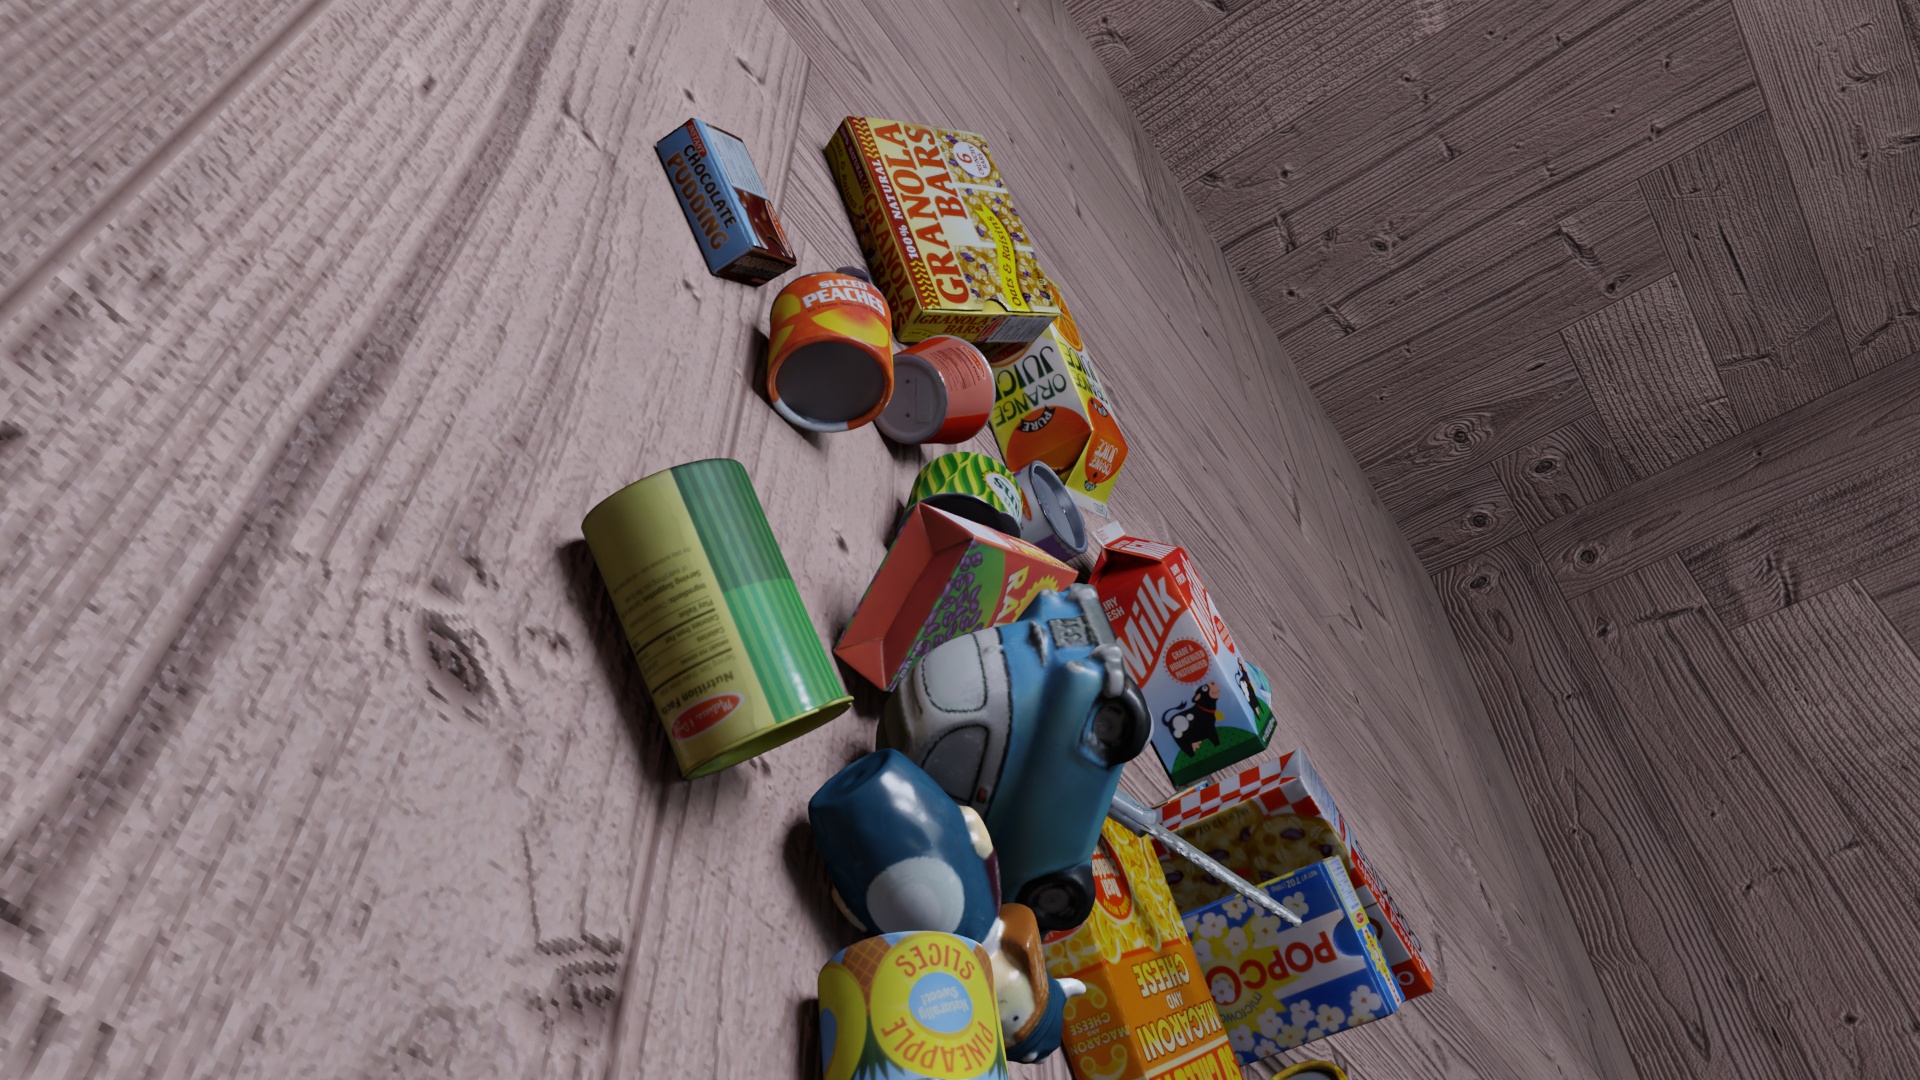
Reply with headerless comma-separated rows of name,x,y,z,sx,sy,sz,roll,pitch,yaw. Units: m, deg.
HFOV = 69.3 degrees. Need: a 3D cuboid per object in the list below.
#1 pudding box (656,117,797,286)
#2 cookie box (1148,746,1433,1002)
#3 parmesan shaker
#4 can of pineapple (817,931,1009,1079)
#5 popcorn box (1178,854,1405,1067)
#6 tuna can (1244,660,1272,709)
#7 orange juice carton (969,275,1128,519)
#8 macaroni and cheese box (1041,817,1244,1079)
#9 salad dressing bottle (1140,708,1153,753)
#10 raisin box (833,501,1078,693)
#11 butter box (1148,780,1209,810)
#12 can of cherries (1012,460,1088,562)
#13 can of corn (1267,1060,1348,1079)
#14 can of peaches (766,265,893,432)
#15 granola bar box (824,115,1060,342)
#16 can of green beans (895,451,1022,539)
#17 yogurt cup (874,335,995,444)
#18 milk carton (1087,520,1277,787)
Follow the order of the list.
pudding box,-0.127,-0.183,0.756,0.084,0.030,0.050,65,20,9
cookie box,0.194,0.223,0.853,0.167,0.122,0.040,57,22,-12
parmesan shaker,-0.089,0.027,0.519,0.103,0.071,0.071,65,21,10
can of pineapple,-0.017,0.180,0.497,0.071,0.071,0.058,42,27,-41
popcorn box,0.168,0.238,0.770,0.038,0.126,0.085,10,54,-59
tuna can,0.207,0.122,1.093,0.033,0.071,0.071,25,41,-56
orange juice carton,0.063,-0.105,1.036,0.072,0.073,0.193,19,47,-61
macaroni and cheese box,0.083,0.218,0.720,0.124,0.040,0.167,18,47,-60
salad dressing bottle,0.064,0.087,0.834,0.147,0.044,0.064,40,28,-43
raisin box,0.002,0.035,0.694,0.040,0.086,0.123,32,6,29
butter box,0.155,0.196,0.936,0.053,0.024,0.103,65,21,12
can of cherries,0.040,-0.007,0.881,0.071,0.058,0.072,49,23,-29
can of corn,0.211,0.347,0.809,0.058,0.071,0.071,58,21,-7
can of peaches,-0.068,-0.101,0.732,0.071,0.071,0.058,45,27,-37
granola bar box,-0.013,-0.219,0.982,0.124,0.039,0.166,-6,65,-38
can of green beans,0.001,-0.009,0.780,0.071,0.071,0.058,54,22,-19
yogurt cup,-0.020,-0.088,0.839,0.072,0.072,0.054,62,29,2
milk carton,0.150,0.073,1.012,0.190,0.073,0.072,62,21,3
